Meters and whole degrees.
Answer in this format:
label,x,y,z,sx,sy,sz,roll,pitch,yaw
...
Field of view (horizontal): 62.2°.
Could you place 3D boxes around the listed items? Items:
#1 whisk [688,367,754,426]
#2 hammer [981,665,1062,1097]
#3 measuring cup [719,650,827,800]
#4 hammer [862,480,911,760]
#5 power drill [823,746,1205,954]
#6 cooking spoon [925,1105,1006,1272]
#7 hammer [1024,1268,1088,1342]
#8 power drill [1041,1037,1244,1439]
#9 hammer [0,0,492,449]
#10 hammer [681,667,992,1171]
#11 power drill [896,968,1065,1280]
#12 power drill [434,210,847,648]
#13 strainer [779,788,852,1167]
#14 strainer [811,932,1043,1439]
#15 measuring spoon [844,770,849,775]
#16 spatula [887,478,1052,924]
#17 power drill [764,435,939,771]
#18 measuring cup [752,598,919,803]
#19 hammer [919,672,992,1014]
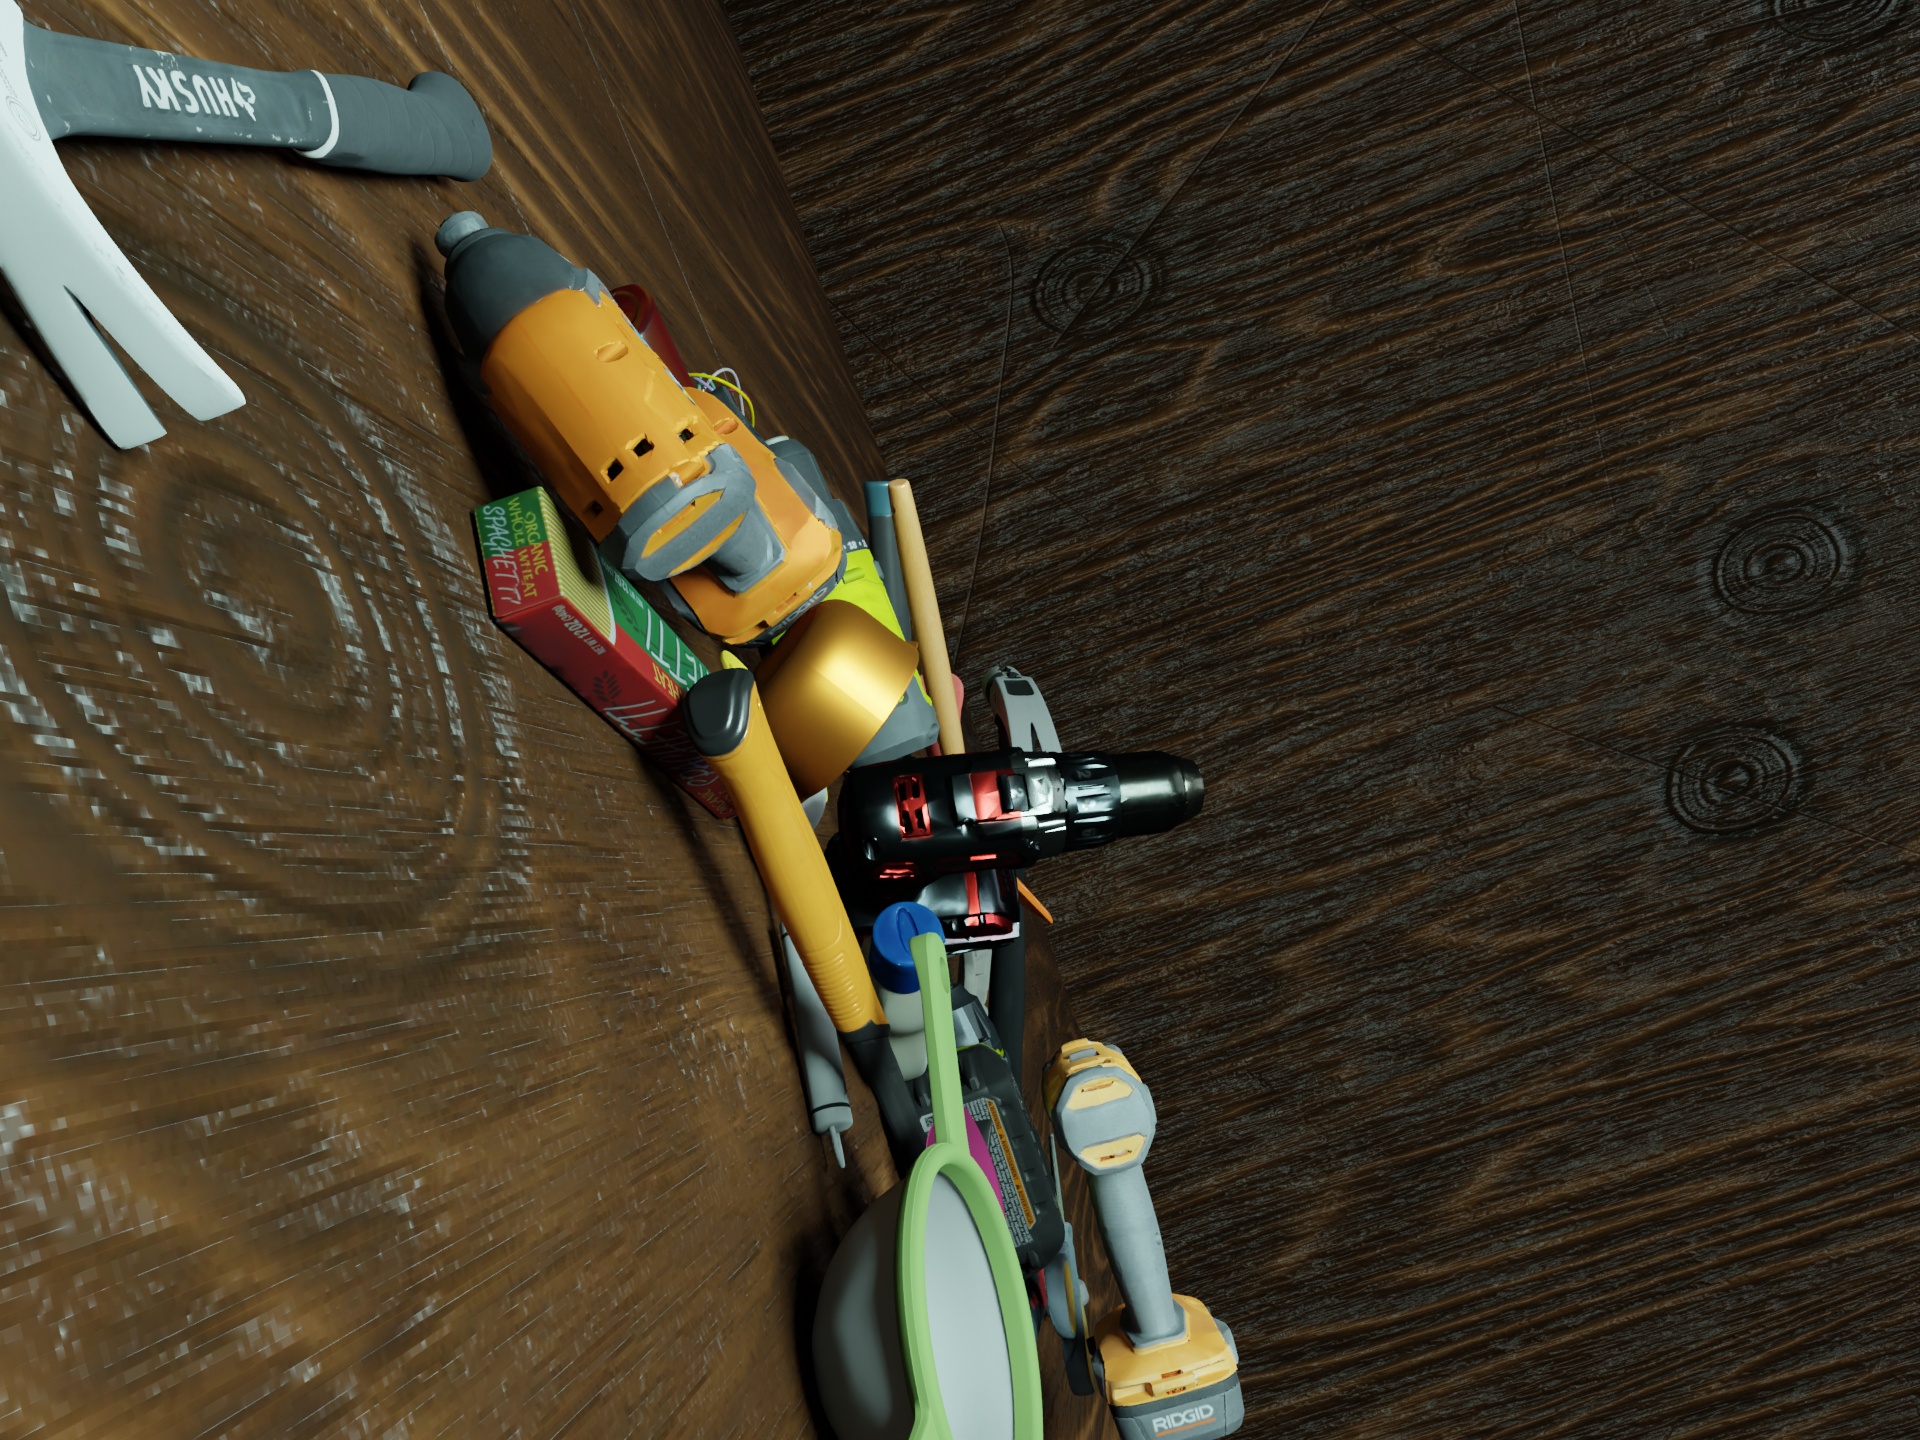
label,x,y,z,sx,sy,sz,roll,pitch,yaw
whisk,-0.154,-0.184,1.147,0.244,0.047,0.051,69,2,-70
hammer,0.037,0.137,1.164,0.146,0.035,0.334,-120,-150,-73
measuring cup,-0.114,0.004,0.897,0.156,0.029,0.062,59,12,-59
hammer,-0.046,-0.009,1.143,0.128,0.033,0.331,-66,155,-72
power drill,0.017,0.069,0.877,0.226,0.188,0.080,121,-39,-68
cooking spoon,0.018,0.338,0.737,0.068,0.017,0.319,-9,90,-63
hammer,0.041,0.379,1.096,0.386,0.038,0.143,46,23,-80
power drill,0.101,0.310,0.993,0.185,0.084,0.226,119,-44,-87
hammer,-0.206,-0.185,0.495,0.409,0.036,0.149,-98,169,-72
hammer,-0.051,0.121,0.741,0.127,0.034,0.336,-80,154,-60
power drill,0.007,0.252,1.013,0.223,0.080,0.171,15,57,-90
power drill,-0.135,-0.120,0.680,0.164,0.084,0.226,51,2,10
strainer,-0.081,0.098,0.805,0.086,0.050,0.259,93,-15,-61
strainer,-0.025,0.208,0.663,0.151,0.069,0.257,59,19,-50
measuring spoon,-0.074,0.074,1.238,0.021,0.011,0.117,-63,130,-71
spatula,-0.002,-0.003,0.993,0.081,0.041,0.322,30,-40,49
power drill,-0.081,-0.063,0.970,0.228,0.080,0.190,157,-89,-83
measuring cup,-0.081,-0.015,0.775,0.052,0.095,0.174,39,-11,-17
hammer,-0.001,0.090,1.215,0.358,0.037,0.149,83,9,-47
